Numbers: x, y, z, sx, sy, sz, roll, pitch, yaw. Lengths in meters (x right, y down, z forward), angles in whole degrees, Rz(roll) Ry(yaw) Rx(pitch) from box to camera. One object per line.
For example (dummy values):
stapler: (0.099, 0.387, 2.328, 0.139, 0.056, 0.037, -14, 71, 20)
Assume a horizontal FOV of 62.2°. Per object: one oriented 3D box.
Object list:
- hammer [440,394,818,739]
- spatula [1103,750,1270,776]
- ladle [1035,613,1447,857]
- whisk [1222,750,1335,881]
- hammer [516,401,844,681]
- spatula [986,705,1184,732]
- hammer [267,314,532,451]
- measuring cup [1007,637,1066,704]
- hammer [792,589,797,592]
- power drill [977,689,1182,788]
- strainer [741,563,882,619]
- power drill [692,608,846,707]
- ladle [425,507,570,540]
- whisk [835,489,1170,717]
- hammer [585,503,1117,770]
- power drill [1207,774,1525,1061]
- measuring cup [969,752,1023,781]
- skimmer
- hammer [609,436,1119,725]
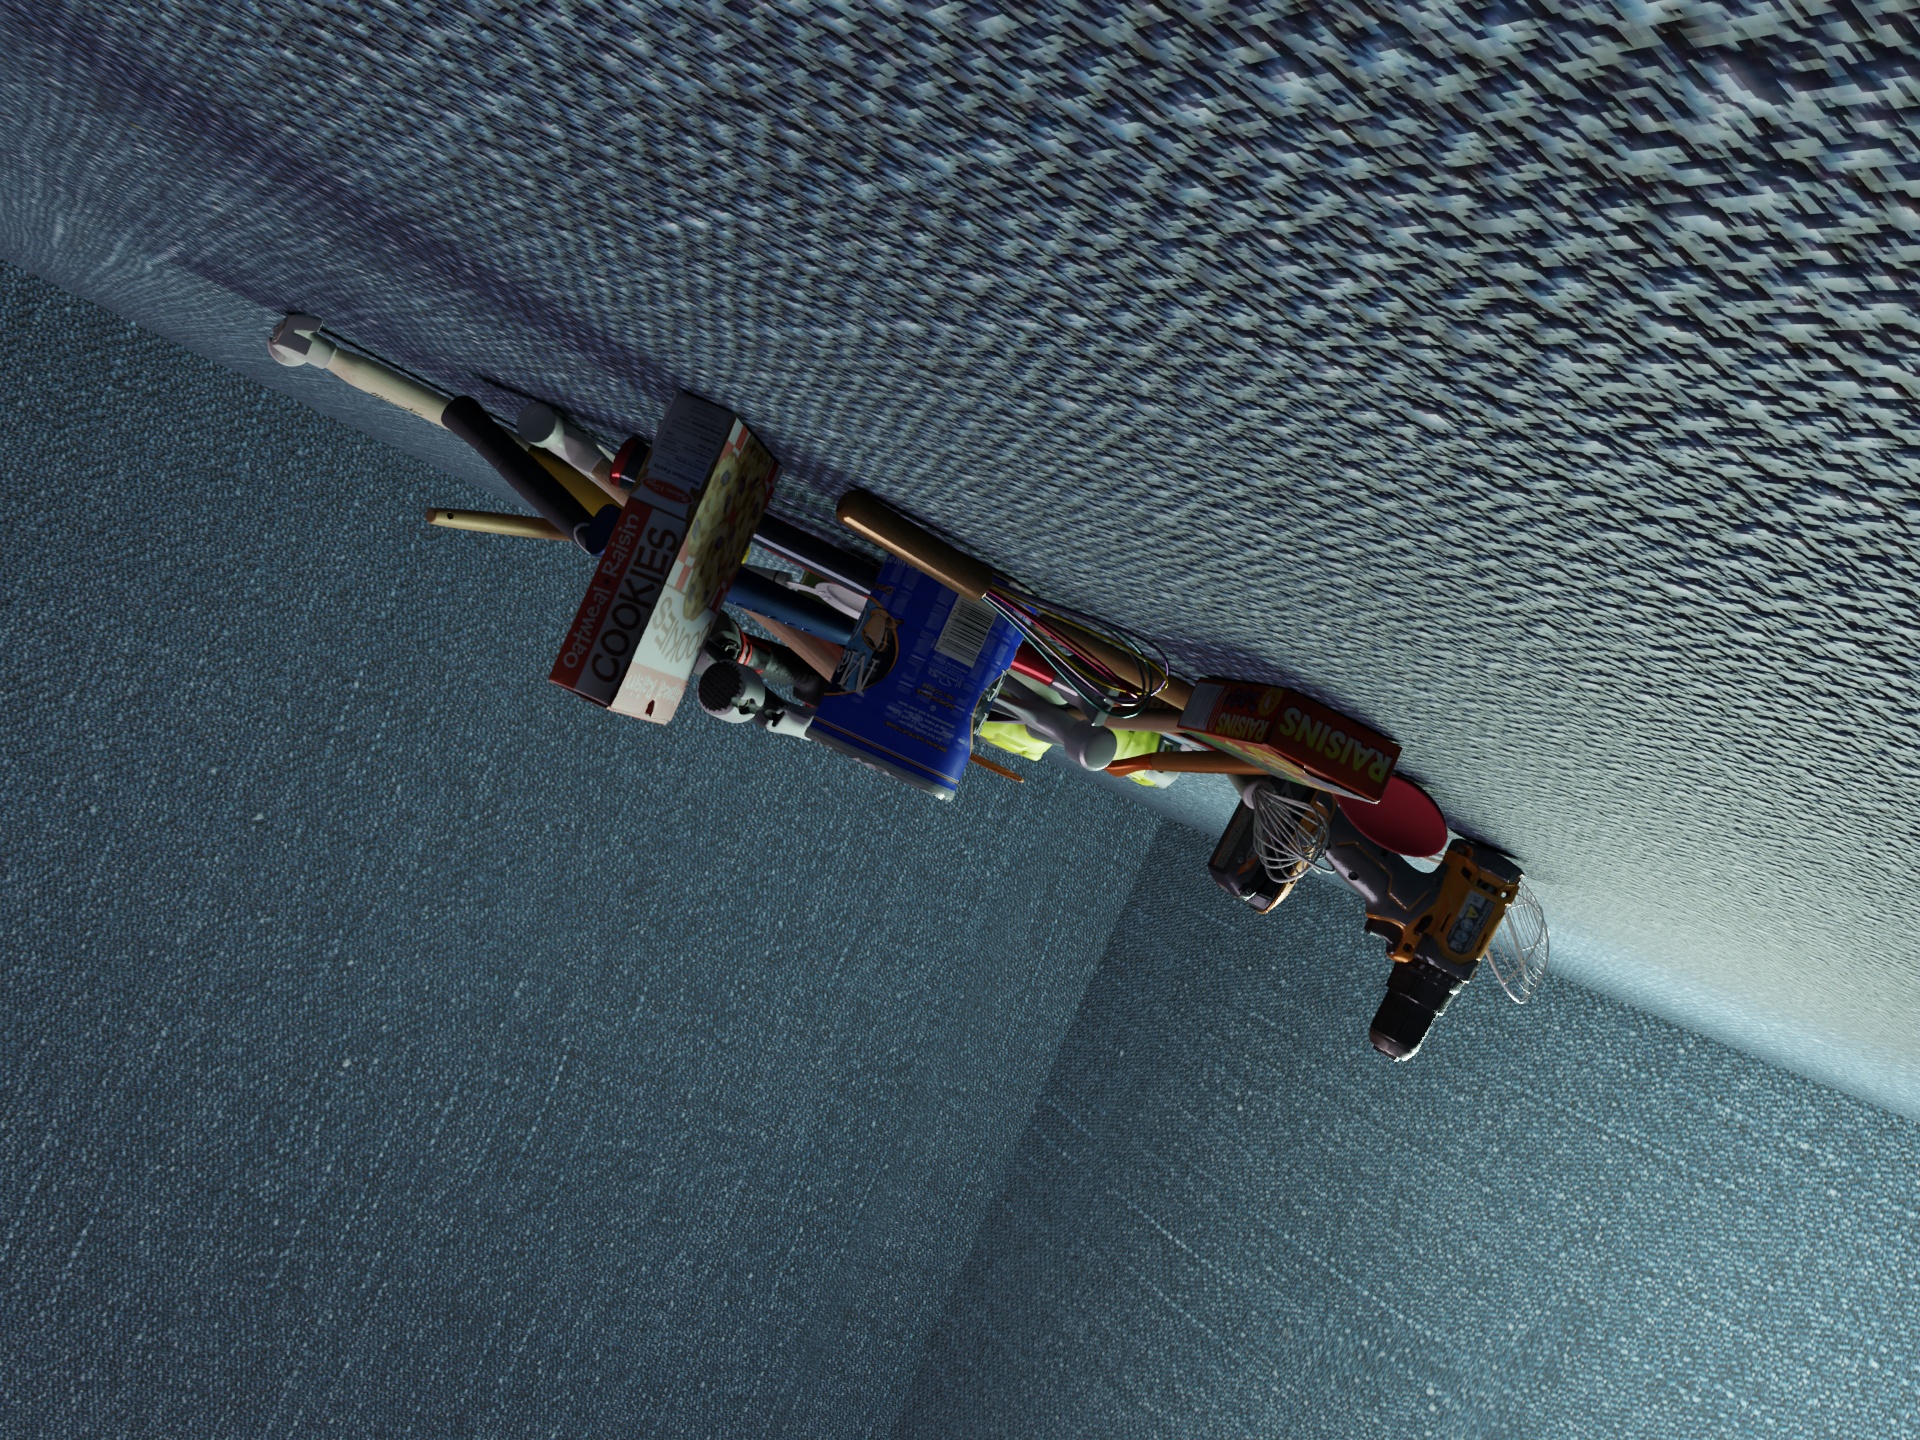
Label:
hammer: (-0.239, -0.114, 1.106, 0.409, 0.036, 0.149, 41, -173, 27)
spatula: (0.171, 0.023, 1.231, 0.081, 0.041, 0.323, 29, 163, -32)
ladle: (0.190, 0.006, 1.072, 0.315, 0.031, 0.069, 28, 144, -5)
whisk: (0.226, 0.058, 1.187, 0.059, 0.058, 0.246, 29, -166, -13)
hammer: (-0.185, -0.118, 1.193, 0.331, 0.031, 0.130, 40, -178, 9)
spatula: (0.101, -0.002, 1.225, 0.059, 0.018, 0.316, -14, -171, -32)
hammer: (-0.412, -0.252, 1.440, 0.410, 0.038, 0.146, 25, 177, -32)
measuring cup: (0.031, -0.052, 1.336, 0.168, 0.038, 0.083, 20, 176, 42)
hammer: (-0.169, -0.113, 1.486, 0.149, 0.036, 0.358, 24, -173, 39)
power drill: (0.088, -0.002, 1.542, 0.171, 0.080, 0.223, 25, 174, -36)
strainer: (-0.132, -0.109, 1.253, 0.258, 0.050, 0.086, 12, 166, 17)
power drill: (-0.162, -0.050, 1.397, 0.219, 0.078, 0.143, 19, -178, -34)
ladle: (-0.335, -0.162, 1.384, 0.062, 0.078, 0.320, -4, 178, 35)
whisk: (0.027, -0.068, 0.945, 0.244, 0.051, 0.047, 29, -178, -26)
hammer: (-0.072, -0.057, 1.095, 0.405, 0.035, 0.144, 22, -174, -37)
power drill: (0.313, 0.150, 1.271, 0.226, 0.185, 0.084, 28, 179, -4)
measuring cup: (-0.002, -0.004, 1.267, 0.095, 0.052, 0.174, 13, -169, -46)
skimmer: (0.347, 0.120, 1.379, 0.363, 0.090, 0.127, 26, -150, 7)
hammer: (-0.067, -0.097, 1.113, 0.386, 0.038, 0.143, 26, -173, -4)
